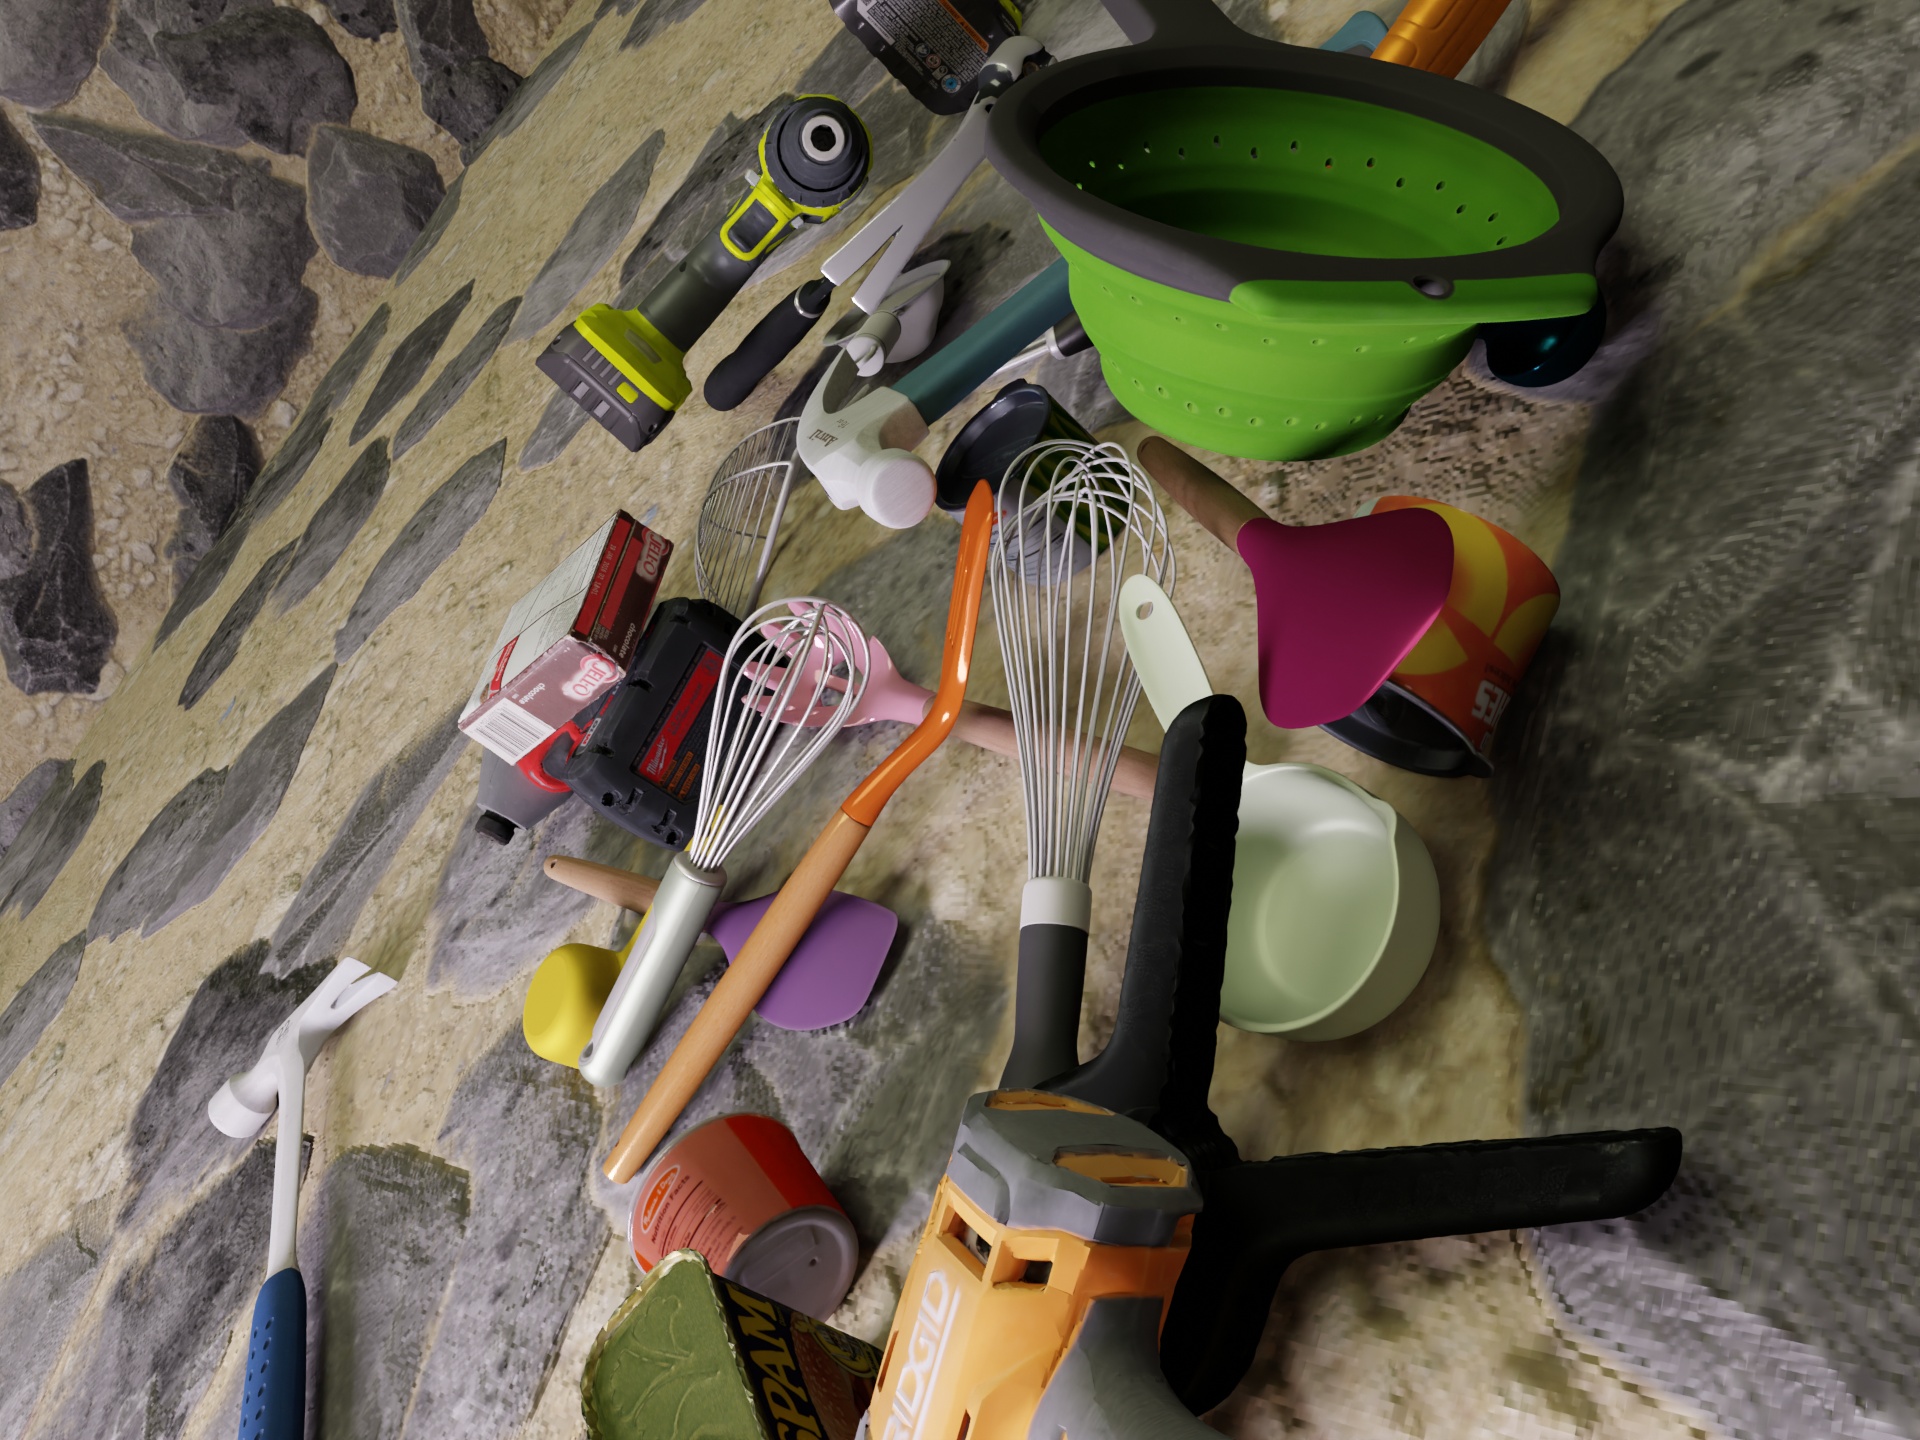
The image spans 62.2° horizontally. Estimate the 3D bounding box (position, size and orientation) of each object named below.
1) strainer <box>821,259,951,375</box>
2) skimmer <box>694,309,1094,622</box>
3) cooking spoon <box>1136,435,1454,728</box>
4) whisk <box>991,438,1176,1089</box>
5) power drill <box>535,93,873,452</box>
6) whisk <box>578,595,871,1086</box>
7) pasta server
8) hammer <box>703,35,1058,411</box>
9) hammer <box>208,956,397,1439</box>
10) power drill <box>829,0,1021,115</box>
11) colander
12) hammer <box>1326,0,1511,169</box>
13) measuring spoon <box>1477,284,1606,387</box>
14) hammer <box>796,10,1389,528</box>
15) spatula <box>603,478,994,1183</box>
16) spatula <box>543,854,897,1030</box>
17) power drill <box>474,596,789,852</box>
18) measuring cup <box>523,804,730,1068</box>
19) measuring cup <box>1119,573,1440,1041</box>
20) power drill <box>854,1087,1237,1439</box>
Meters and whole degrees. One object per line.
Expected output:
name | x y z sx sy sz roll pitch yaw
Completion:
strainer | -0.040 -0.206 0.844 0.087 0.050 0.259 -29 17 13
skimmer | 0.009 -0.141 0.780 0.363 0.090 0.127 -19 39 27
cooking spoon | 0.091 -0.064 0.523 0.068 0.017 0.319 -52 14 12
whisk | 0.035 0.031 0.525 0.070 0.070 0.285 -17 59 43
power drill | -0.138 -0.265 0.918 0.228 0.080 0.191 -46 15 5
whisk | -0.107 0.056 0.673 0.246 0.059 0.058 -62 19 16
pasta server | -0.001 -0.002 0.645 0.316 0.040 0.060 17 81 56
hammer | -0.080 -0.238 0.896 0.149 0.036 0.409 -55 16 -18
hammer | -0.342 0.275 0.808 0.144 0.035 0.406 -47 32 8
power drill | -0.023 -0.532 1.081 0.080 0.171 0.223 -28 42 33
colander | 0.094 -0.205 0.604 0.398 0.204 0.094 -104 14 -49
hammer | 0.231 -0.338 0.624 0.337 0.127 0.034 -54 36 8
measuring spoon | 0.187 -0.139 0.567 0.042 0.021 0.129 -56 22 6
hammer | 0.065 -0.202 0.686 0.331 0.033 0.128 -40 32 -9
spatula | -0.062 0.052 0.628 0.322 0.041 0.081 -56 11 10
spatula | -0.127 0.089 0.734 0.316 0.018 0.060 6 68 53
power drill | -0.189 0.006 0.846 0.220 0.078 0.143 1 59 56
measuring cup | -0.155 0.094 0.725 0.156 0.029 0.062 -54 36 20
measuring cup | 0.087 0.020 0.478 0.083 0.038 0.168 -41 46 25
power drill | 0.046 0.203 0.319 0.226 0.084 0.185 25 101 56
